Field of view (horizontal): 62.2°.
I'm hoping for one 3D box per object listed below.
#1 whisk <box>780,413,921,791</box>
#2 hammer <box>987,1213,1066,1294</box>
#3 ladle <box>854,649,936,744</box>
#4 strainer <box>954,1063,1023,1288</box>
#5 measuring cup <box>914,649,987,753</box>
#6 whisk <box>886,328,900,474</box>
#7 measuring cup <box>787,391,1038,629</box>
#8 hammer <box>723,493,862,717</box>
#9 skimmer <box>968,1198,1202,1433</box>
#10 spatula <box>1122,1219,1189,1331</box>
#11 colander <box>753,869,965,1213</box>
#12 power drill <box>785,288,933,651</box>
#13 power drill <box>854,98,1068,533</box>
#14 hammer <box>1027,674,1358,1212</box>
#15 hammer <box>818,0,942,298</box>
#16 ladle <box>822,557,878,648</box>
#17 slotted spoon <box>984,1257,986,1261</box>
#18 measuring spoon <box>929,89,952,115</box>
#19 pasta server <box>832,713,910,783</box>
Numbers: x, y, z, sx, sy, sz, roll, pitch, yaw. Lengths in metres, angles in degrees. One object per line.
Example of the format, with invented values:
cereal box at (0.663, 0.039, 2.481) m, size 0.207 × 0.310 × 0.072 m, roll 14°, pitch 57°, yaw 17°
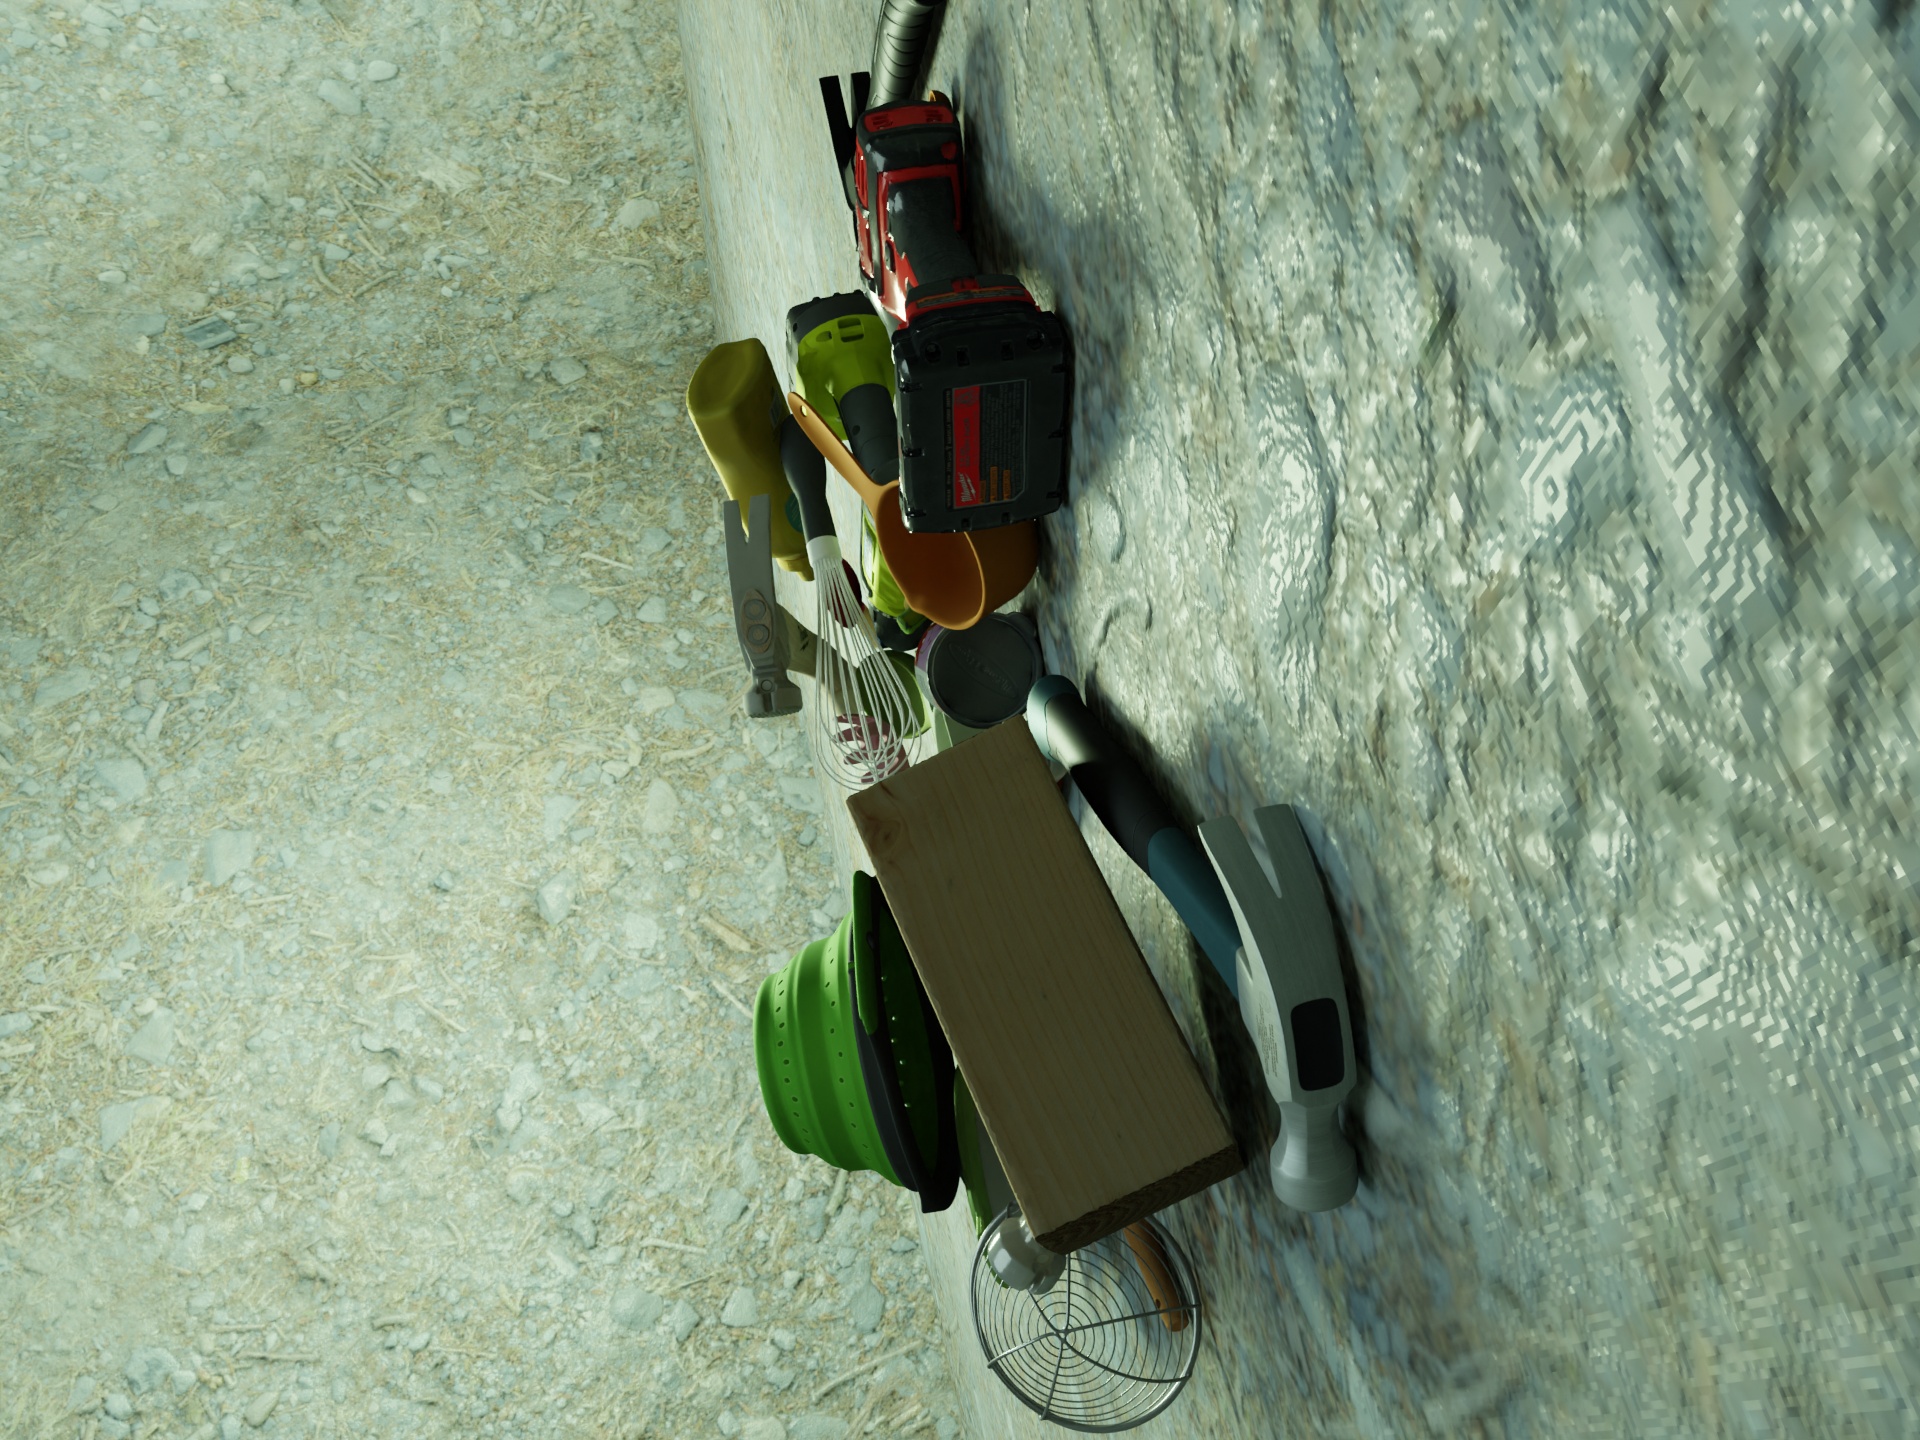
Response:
whisk at (-0.087, -0.085, 1.079) m, size 0.070 × 0.070 × 0.285 m, roll 103°, pitch 154°, yaw -69°
hammer at (0.025, 0.132, 0.910) m, size 0.143 × 0.038 × 0.387 m, roll -60°, pitch 24°, yaw 18°
ladle at (-0.018, 0.027, 1.200) m, size 0.320 × 0.062 × 0.078 m, roll -124°, pitch 21°, yaw -61°
strainer at (0.059, 0.320, 1.085) m, size 0.256 × 0.069 × 0.152 m, roll 66°, pitch -167°, yaw -51°
measuring cup at (-0.002, -0.004, 1.120) m, size 0.168 × 0.038 × 0.083 m, roll -110°, pitch 12°, yaw -52°
whisk at (-0.023, -0.203, 0.983) m, size 0.057 × 0.059 × 0.247 m, roll 50°, pitch -164°, yaw -40°
measuring cup at (-0.025, -0.129, 0.869) m, size 0.174 × 0.052 × 0.095 m, roll 49°, pitch 150°, yaw 18°
hammer at (-0.118, -0.060, 1.227) m, size 0.410 × 0.038 × 0.146 m, roll 49°, pitch -147°, yaw -84°
skimmer at (0.056, 0.218, 0.930) m, size 0.090 × 0.127 × 0.364 m, roll 50°, pitch -156°, yaw -38°
spatula at (0.065, 0.227, 0.966) m, size 0.323 × 0.041 × 0.081 m, roll -114°, pitch 32°, yaw -50°
colander at (-0.048, 0.254, 1.033) m, size 0.396 × 0.094 × 0.205 m, roll 69°, pitch -169°, yaw -47°
power drill at (-0.061, -0.176, 1.154) m, size 0.190 × 0.080 × 0.229 m, roll 98°, pitch 156°, yaw -62°
power drill at (-0.010, -0.202, 0.809) m, size 0.143 × 0.078 × 0.220 m, roll 89°, pitch 169°, yaw -48°
hammer at (0.083, 0.053, 0.668) m, size 0.331 × 0.033 × 0.128 m, roll -122°, pitch 21°, yaw -66°
hammer at (-0.043, -0.371, 0.927) m, size 0.335 × 0.035 × 0.146 m, roll 153°, pitch 105°, yaw -81°
ladle at (-0.091, -0.096, 1.443) m, size 0.315 × 0.031 × 0.069 m, roll 61°, pitch -166°, yaw -82°
slotted spoon at (0.024, 0.259, 1.173) m, size 0.070 × 0.031 × 0.313 m, roll -55°, pitch -34°, yaw -73°
measuring spoon at (-0.011, -0.309, 0.892) m, size 0.116 × 0.011 × 0.021 m, roll 93°, pitch 163°, yaw -70°
pasta server at (-0.020, 0.136, 1.231) m, size 0.060 × 0.040 × 0.316 m, roll -13°, pitch 100°, yaw 64°
